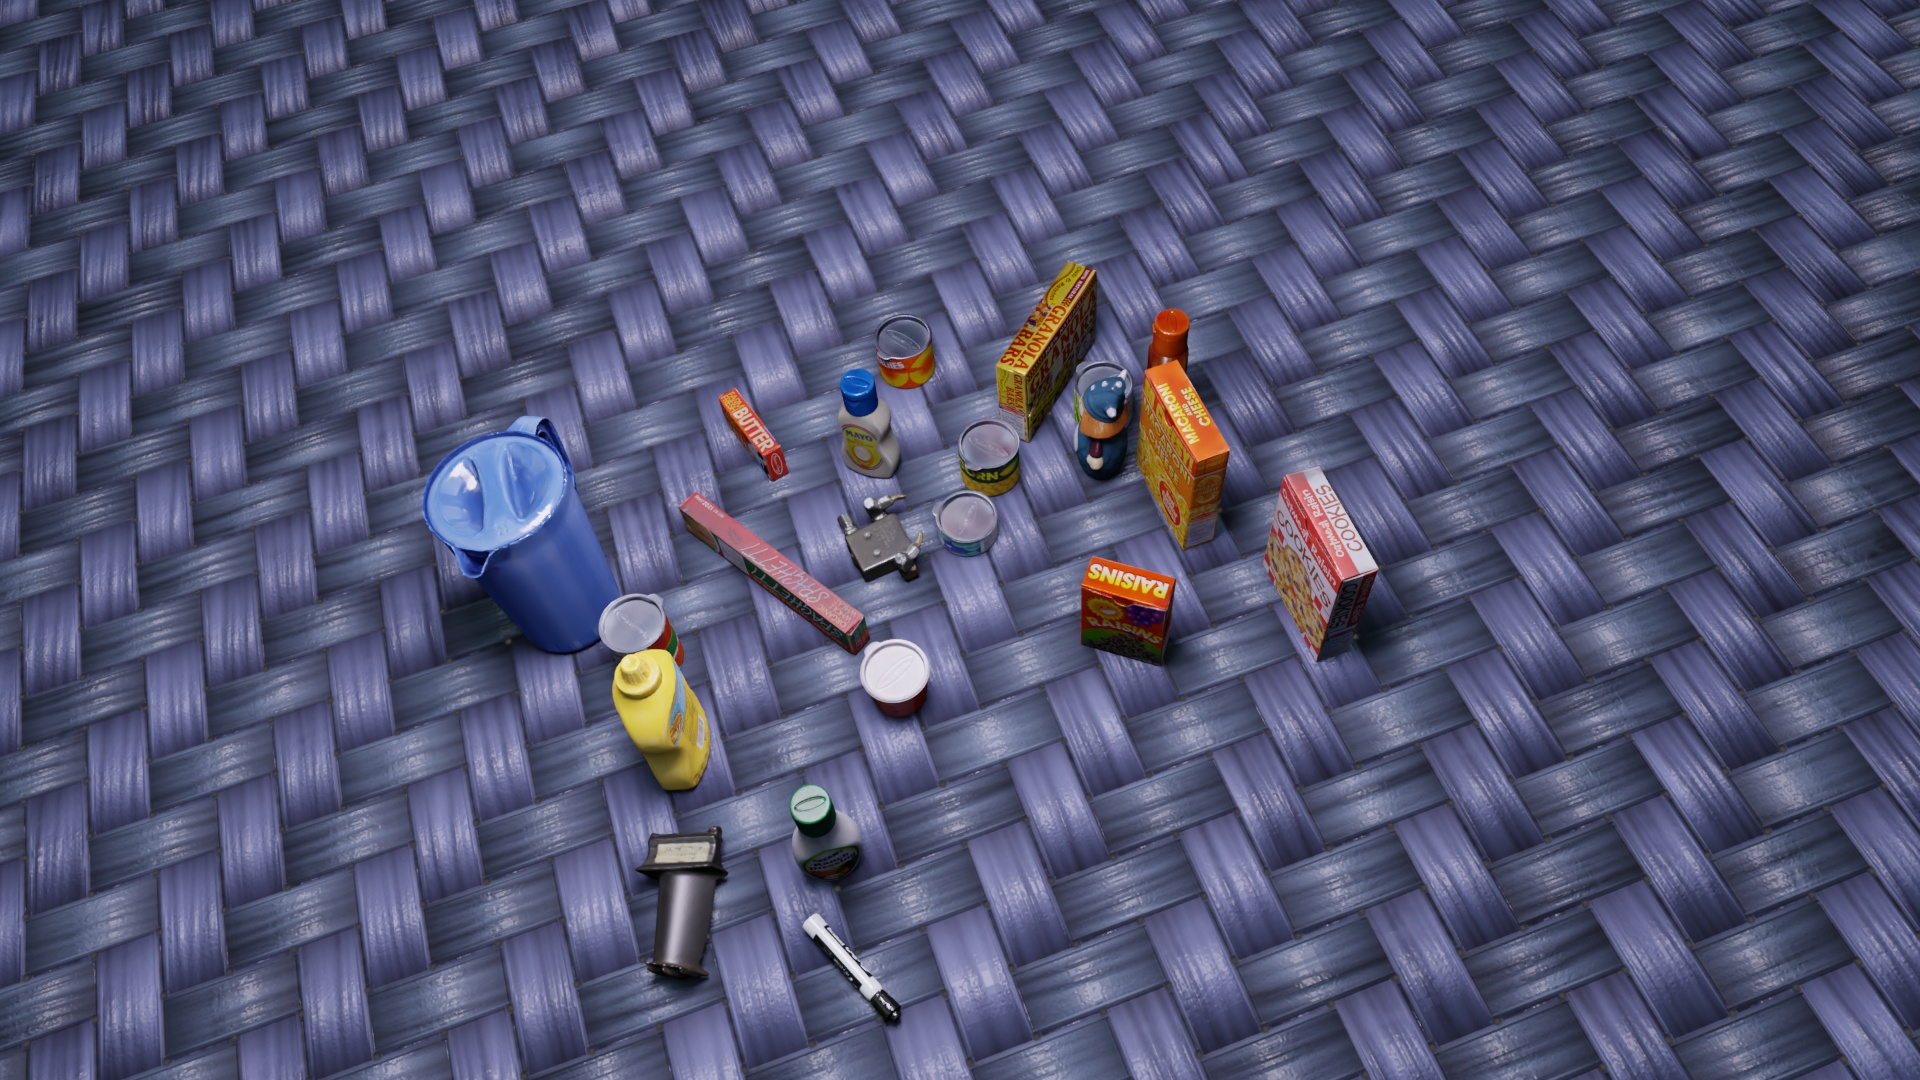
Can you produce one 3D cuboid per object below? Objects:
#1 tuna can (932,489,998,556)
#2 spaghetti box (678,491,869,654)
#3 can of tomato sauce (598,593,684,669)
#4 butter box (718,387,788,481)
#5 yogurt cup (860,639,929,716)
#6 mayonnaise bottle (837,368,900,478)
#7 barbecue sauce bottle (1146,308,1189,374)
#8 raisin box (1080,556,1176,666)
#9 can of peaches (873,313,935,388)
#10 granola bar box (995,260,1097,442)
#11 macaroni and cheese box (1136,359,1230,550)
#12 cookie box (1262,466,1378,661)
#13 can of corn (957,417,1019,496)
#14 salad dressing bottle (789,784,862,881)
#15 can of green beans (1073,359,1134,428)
[{"bbox_3d":[0.005,-0.019,1.480,0.071,0.032,0.071,-2,58,3],"label":"tuna can"},{"bbox_3d":[-0.196,0.033,1.453,0.250,0.050,0.029,34,67,22],"label":"spaghetti box"},{"bbox_3d":[-0.319,0.100,1.401,0.071,0.082,0.071,-2,58,3],"label":"can of tomato sauce"},{"bbox_3d":[-0.231,-0.118,1.547,0.024,0.053,0.104,-32,61,-14],"label":"butter box"},{"bbox_3d":[-0.063,0.139,1.375,0.072,0.053,0.073,-2,58,3],"label":"yogurt cup"},{"bbox_3d":[-0.102,-0.125,1.486,0.065,0.147,0.041,16,61,14],"label":"mayonnaise bottle"},{"bbox_3d":[0.224,-0.189,1.501,0.044,0.147,0.065,-2,59,3],"label":"barbecue sauce bottle"},{"bbox_3d":[0.162,0.071,1.360,0.086,0.122,0.040,16,61,14],"label":"raisin box"},{"bbox_3d":[-0.065,-0.215,1.592,0.071,0.057,0.071,-2,58,3],"label":"can of peaches"},{"bbox_3d":[0.098,-0.208,1.537,0.039,0.123,0.166,24,63,18],"label":"granola bar box"},{"bbox_3d":[0.225,-0.085,1.426,0.040,0.165,0.124,-19,59,-7],"label":"macaroni and cheese box"},{"bbox_3d":[0.346,0.025,1.349,0.040,0.166,0.123,-18,59,-7],"label":"cookie box"},{"bbox_3d":[0.030,-0.088,1.506,0.071,0.058,0.071,-2,58,3],"label":"can of corn"},{"bbox_3d":[-0.125,0.262,1.248,0.064,0.147,0.044,-17,59,-6],"label":"salad dressing bottle"},{"bbox_3d":[0.158,-0.157,1.539,0.071,0.057,0.071,-2,58,3],"label":"can of green beans"}]
